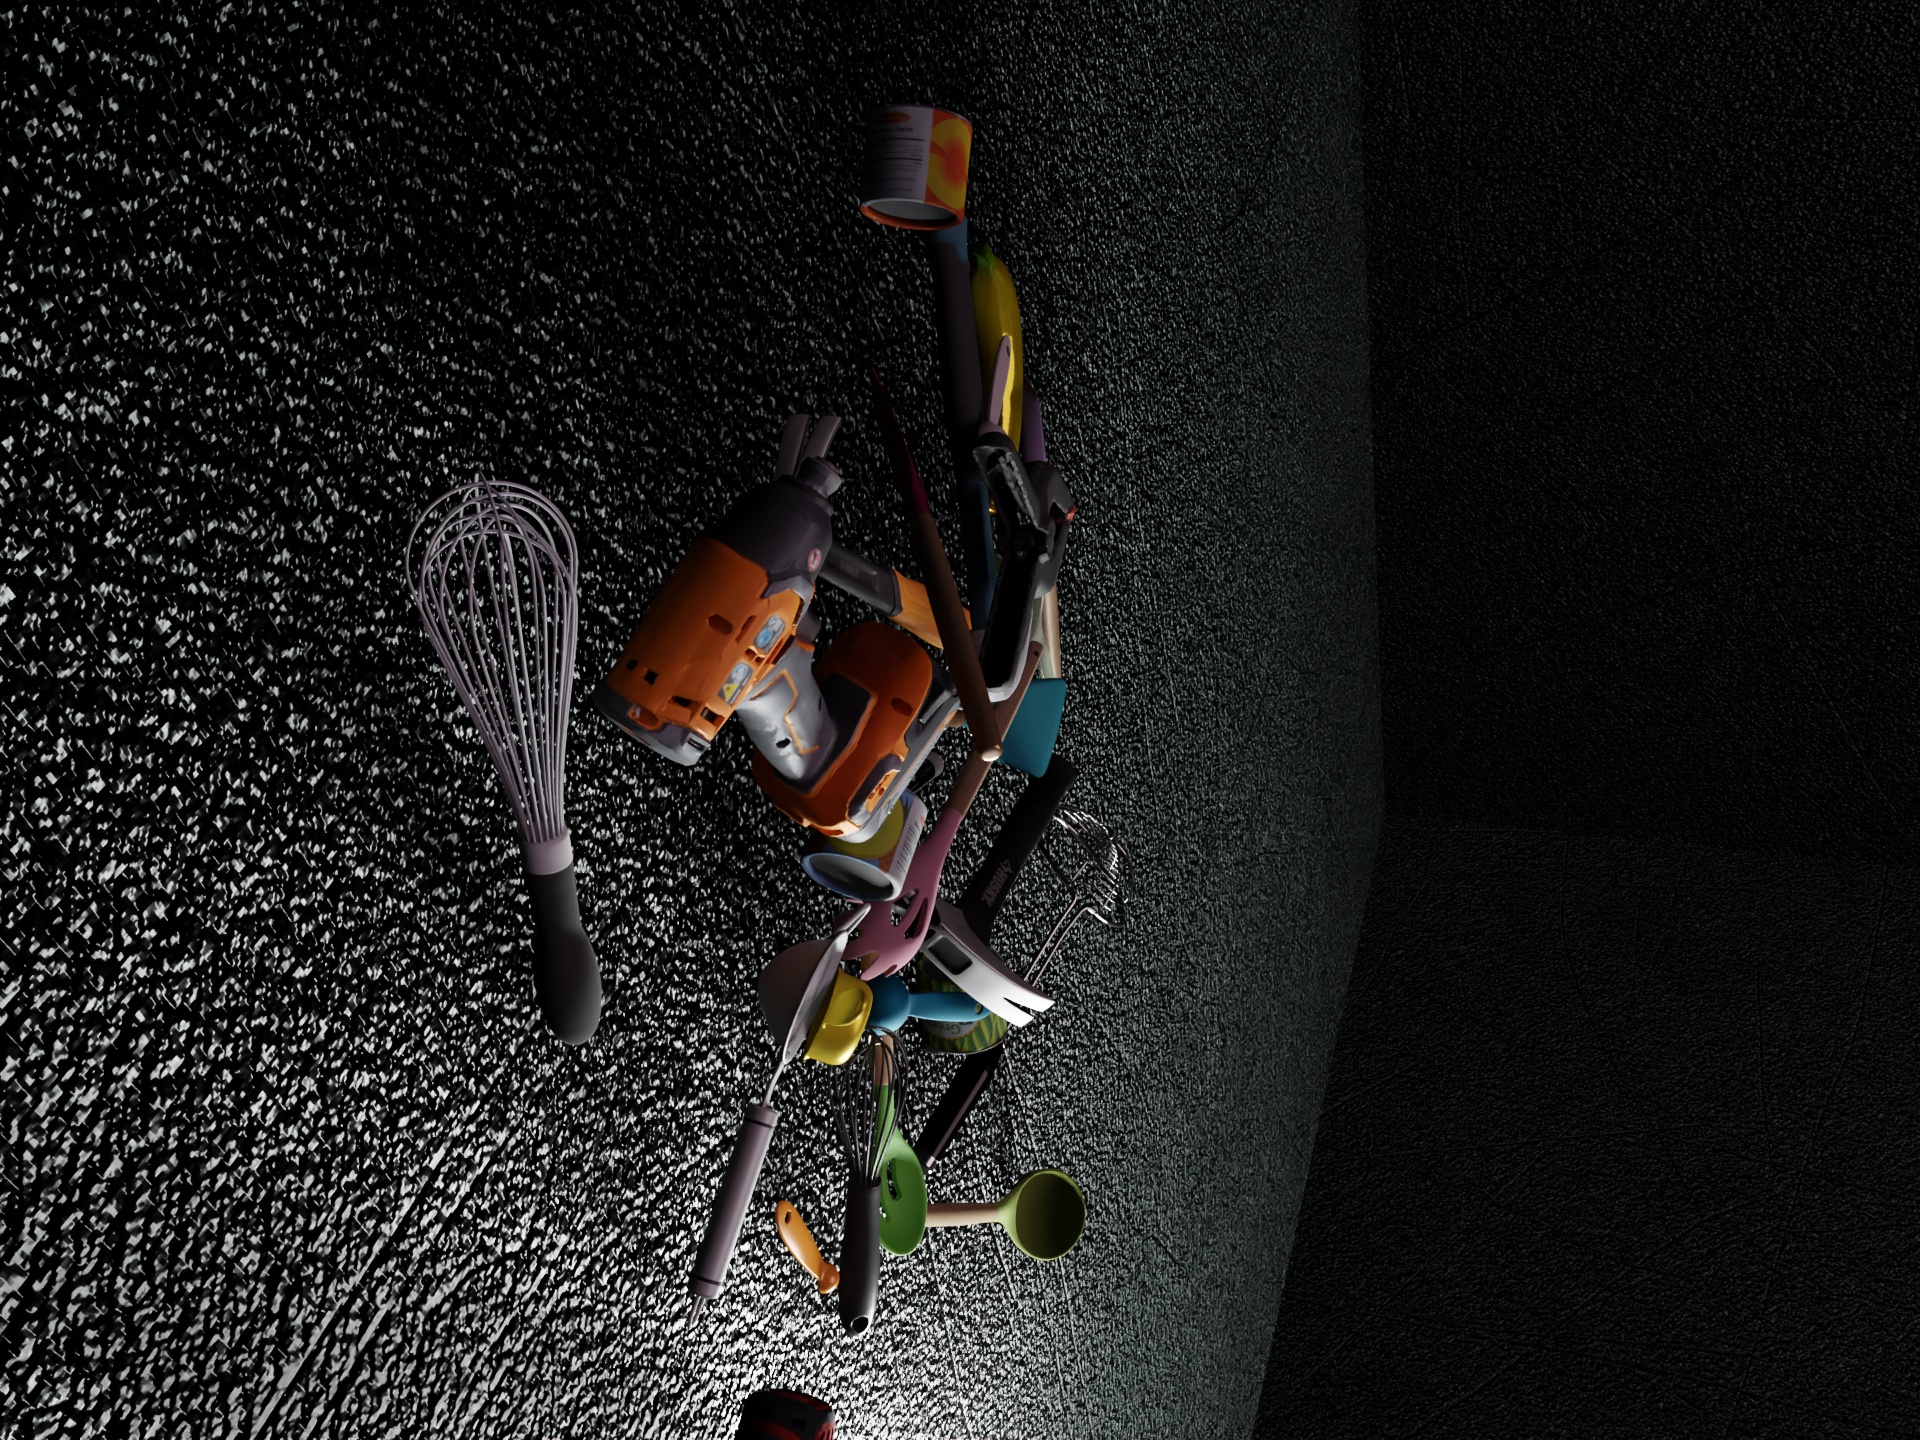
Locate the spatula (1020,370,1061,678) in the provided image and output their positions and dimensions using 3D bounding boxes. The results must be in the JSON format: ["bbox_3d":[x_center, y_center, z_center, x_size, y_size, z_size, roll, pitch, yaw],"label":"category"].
[{"bbox_3d":[0.065,-0.141,1.288,0.060,0.018,0.315,-116,-167,-46],"label":"spatula"}]

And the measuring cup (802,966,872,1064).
[{"bbox_3d":[-0.063,0.178,0.952,0.156,0.029,0.062,140,-28,-71],"label":"measuring cup"}]

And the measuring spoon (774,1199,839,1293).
[{"bbox_3d":[-0.098,0.342,1.033,0.116,0.011,0.021,71,32,-45],"label":"measuring spoon"}]

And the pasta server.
[{"bbox_3d":[-0.002,0.049,1.106,0.060,0.040,0.316,48,44,-21],"label":"pasta server"}]

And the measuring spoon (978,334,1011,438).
[{"bbox_3d":[0.031,-0.221,1.089,0.034,0.018,0.124,60,32,-50],"label":"measuring spoon"}]

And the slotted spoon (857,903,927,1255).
[{"bbox_3d":[-0.055,0.224,1.097,0.070,0.031,0.313,-27,117,-56],"label":"slotted spoon"}]

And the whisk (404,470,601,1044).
[{"bbox_3d":[-0.187,0.028,0.696,0.070,0.070,0.284,-51,145,-54],"label":"whisk"}]

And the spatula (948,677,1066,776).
[{"bbox_3d":[-0.002,-0.004,1.153,0.317,0.044,0.082,5,99,-67],"label":"spatula"}]

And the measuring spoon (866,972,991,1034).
[{"bbox_3d":[-0.017,0.198,1.094,0.128,0.021,0.042,12,88,-44],"label":"measuring spoon"}]

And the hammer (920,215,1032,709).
[{"bbox_3d":[0.006,-0.178,1.088,0.128,0.033,0.331,-22,107,-70],"label":"hammer"}]

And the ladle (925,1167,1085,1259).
[{"bbox_3d":[0.025,0.403,1.297,0.320,0.062,0.078,34,61,-62],"label":"ladle"}]

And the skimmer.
[{"bbox_3d":[0.040,0.214,1.304,0.127,0.090,0.363,46,56,-16],"label":"skimmer"}]

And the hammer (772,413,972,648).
[{"bbox_3d":[-0.040,-0.089,1.055,0.336,0.034,0.127,26,72,-67],"label":"hammer"}]

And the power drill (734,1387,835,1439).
[{"bbox_3d":[-0.143,0.478,0.875,0.226,0.080,0.188,44,55,-66],"label":"power drill"}]

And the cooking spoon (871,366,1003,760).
[{"bbox_3d":[-0.019,-0.100,0.936,0.068,0.017,0.319,65,6,-50],"label":"cooking spoon"}]

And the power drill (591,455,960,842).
[{"bbox_3d":[-0.082,-0.033,0.846,0.164,0.084,0.226,-57,153,-5],"label":"power drill"}]

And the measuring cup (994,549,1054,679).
[{"bbox_3d":[0.045,-0.069,1.266,0.167,0.038,0.083,70,33,-50],"label":"measuring cup"}]

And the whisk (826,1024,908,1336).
[{"bbox_3d":[-0.067,0.310,1.065,0.055,0.055,0.239,-32,129,-63],"label":"whisk"}]

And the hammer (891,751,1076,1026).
[{"bbox_3d":[0.042,0.106,1.230,0.146,0.035,0.335,47,26,-5],"label":"hammer"}]

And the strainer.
[{"bbox_3d":[-0.116,0.222,0.927,0.086,0.050,0.258,89,19,-74],"label":"strainer"}]
